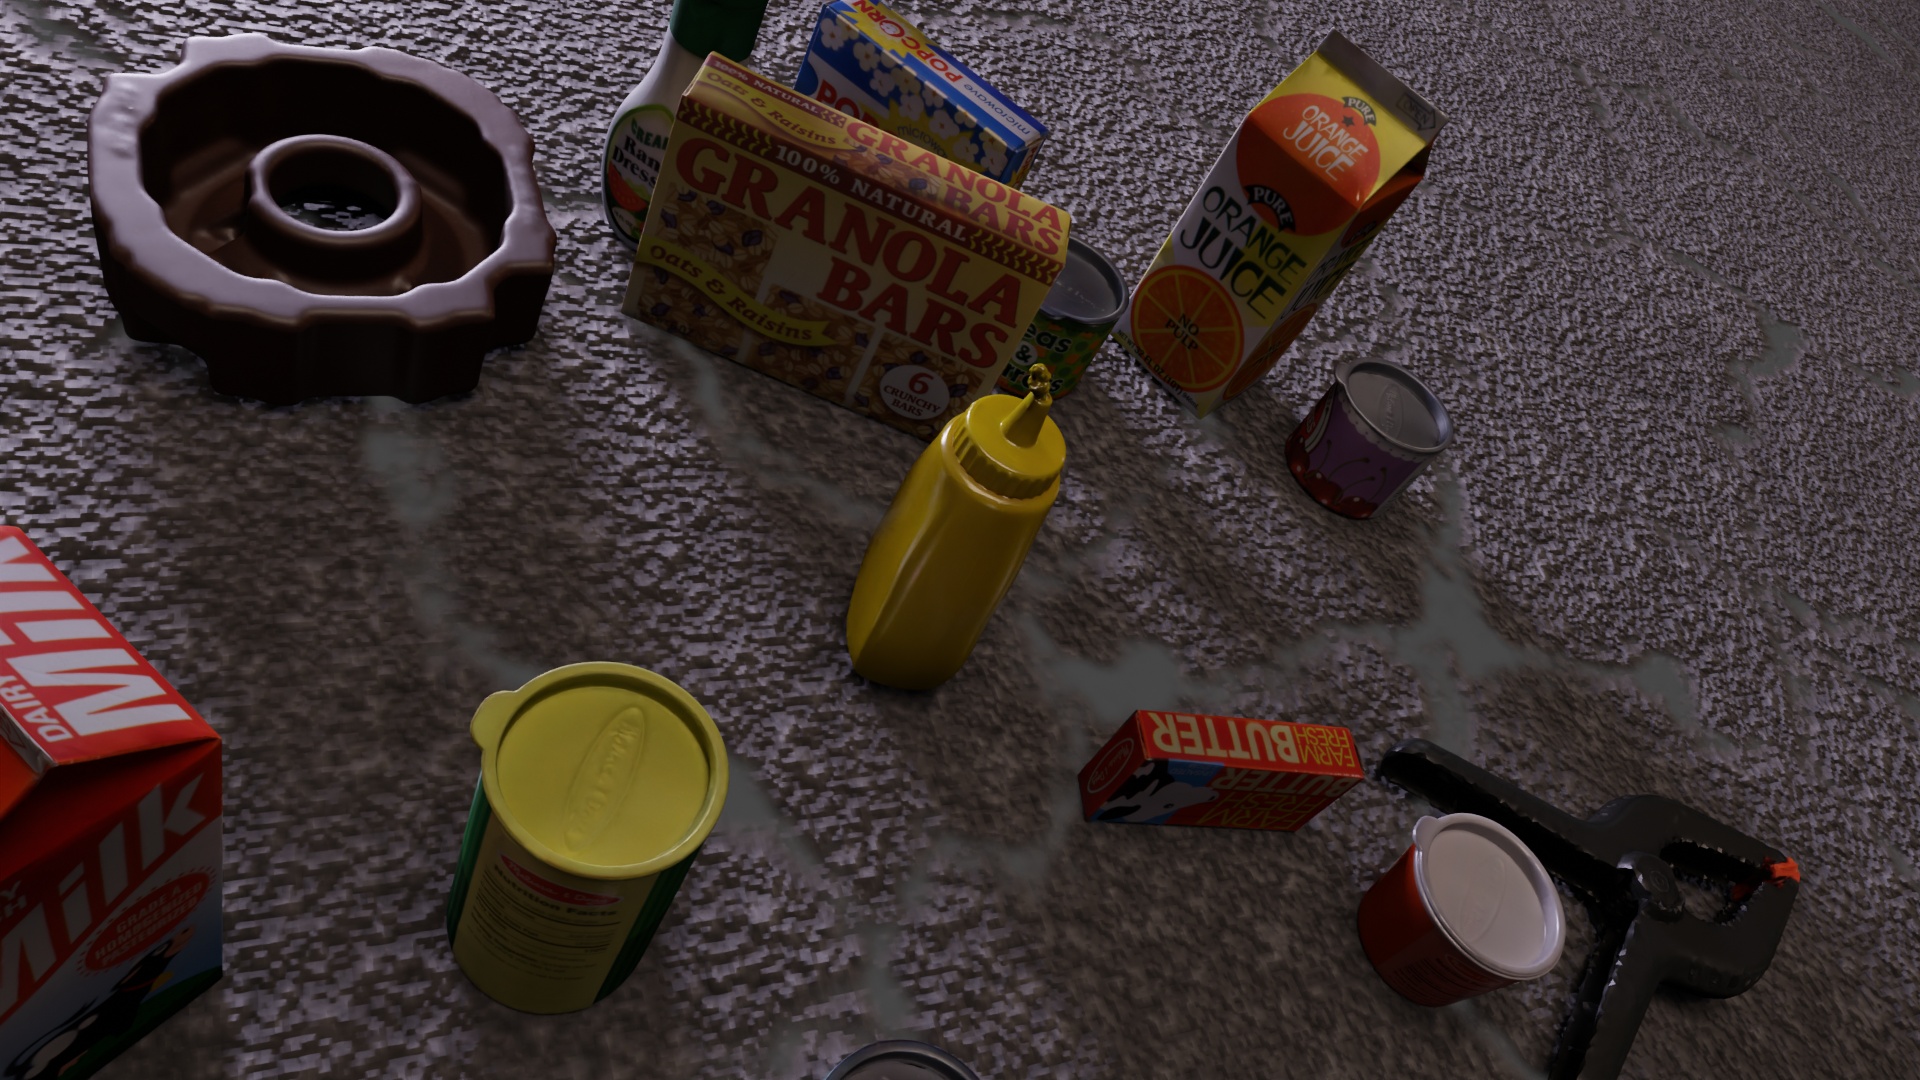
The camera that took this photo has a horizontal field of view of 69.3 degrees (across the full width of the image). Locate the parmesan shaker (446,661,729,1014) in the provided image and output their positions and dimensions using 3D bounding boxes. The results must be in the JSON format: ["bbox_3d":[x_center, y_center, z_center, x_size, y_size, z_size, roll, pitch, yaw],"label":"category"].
[{"bbox_3d":[-0.116,0.090,0.414,0.071,0.102,0.072,14,48,-17],"label":"parmesan shaker"}]

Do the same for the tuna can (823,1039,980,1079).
[{"bbox_3d":[-0.023,0.192,0.426,0.071,0.032,0.071,14,48,-16],"label":"tuna can"}]

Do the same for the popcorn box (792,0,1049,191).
[{"bbox_3d":[-0.026,-0.211,0.722,0.127,0.084,0.038,39,46,7],"label":"popcorn box"}]

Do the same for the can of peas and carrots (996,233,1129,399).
[{"bbox_3d":[0.041,-0.111,0.692,0.071,0.058,0.071,14,48,-17],"label":"can of peas and carrots"}]

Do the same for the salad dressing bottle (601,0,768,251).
[{"bbox_3d":[-0.120,-0.193,0.615,0.064,0.146,0.044,36,46,4],"label":"salad dressing bottle"}]

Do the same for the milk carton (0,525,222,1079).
[{"bbox_3d":[-0.223,0.067,0.317,0.072,0.189,0.074,41,46,9],"label":"milk carton"}]

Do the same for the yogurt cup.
[{"bbox_3d":[0.198,0.152,0.559,0.072,0.053,0.073,14,48,-17],"label":"yogurt cup"}]

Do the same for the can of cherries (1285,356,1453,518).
[{"bbox_3d":[0.213,-0.055,0.735,0.071,0.058,0.072,14,48,-17],"label":"can of cherries"}]

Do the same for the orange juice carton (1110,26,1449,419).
[{"bbox_3d":[0.160,-0.157,0.698,0.072,0.191,0.073,46,47,13],"label":"orange juice carton"}]

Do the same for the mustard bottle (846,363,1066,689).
[{"bbox_3d":[0.002,-0.006,0.515,0.049,0.159,0.065,14,48,-17],"label":"mustard bottle"}]

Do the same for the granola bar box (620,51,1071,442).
[{"bbox_3d":[-0.052,-0.120,0.606,0.165,0.123,0.039,22,47,-9],"label":"granola bar box"}]

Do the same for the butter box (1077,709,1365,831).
[{"bbox_3d":[0.105,0.094,0.559,0.103,0.052,0.024,8,51,-22],"label":"butter box"}]
